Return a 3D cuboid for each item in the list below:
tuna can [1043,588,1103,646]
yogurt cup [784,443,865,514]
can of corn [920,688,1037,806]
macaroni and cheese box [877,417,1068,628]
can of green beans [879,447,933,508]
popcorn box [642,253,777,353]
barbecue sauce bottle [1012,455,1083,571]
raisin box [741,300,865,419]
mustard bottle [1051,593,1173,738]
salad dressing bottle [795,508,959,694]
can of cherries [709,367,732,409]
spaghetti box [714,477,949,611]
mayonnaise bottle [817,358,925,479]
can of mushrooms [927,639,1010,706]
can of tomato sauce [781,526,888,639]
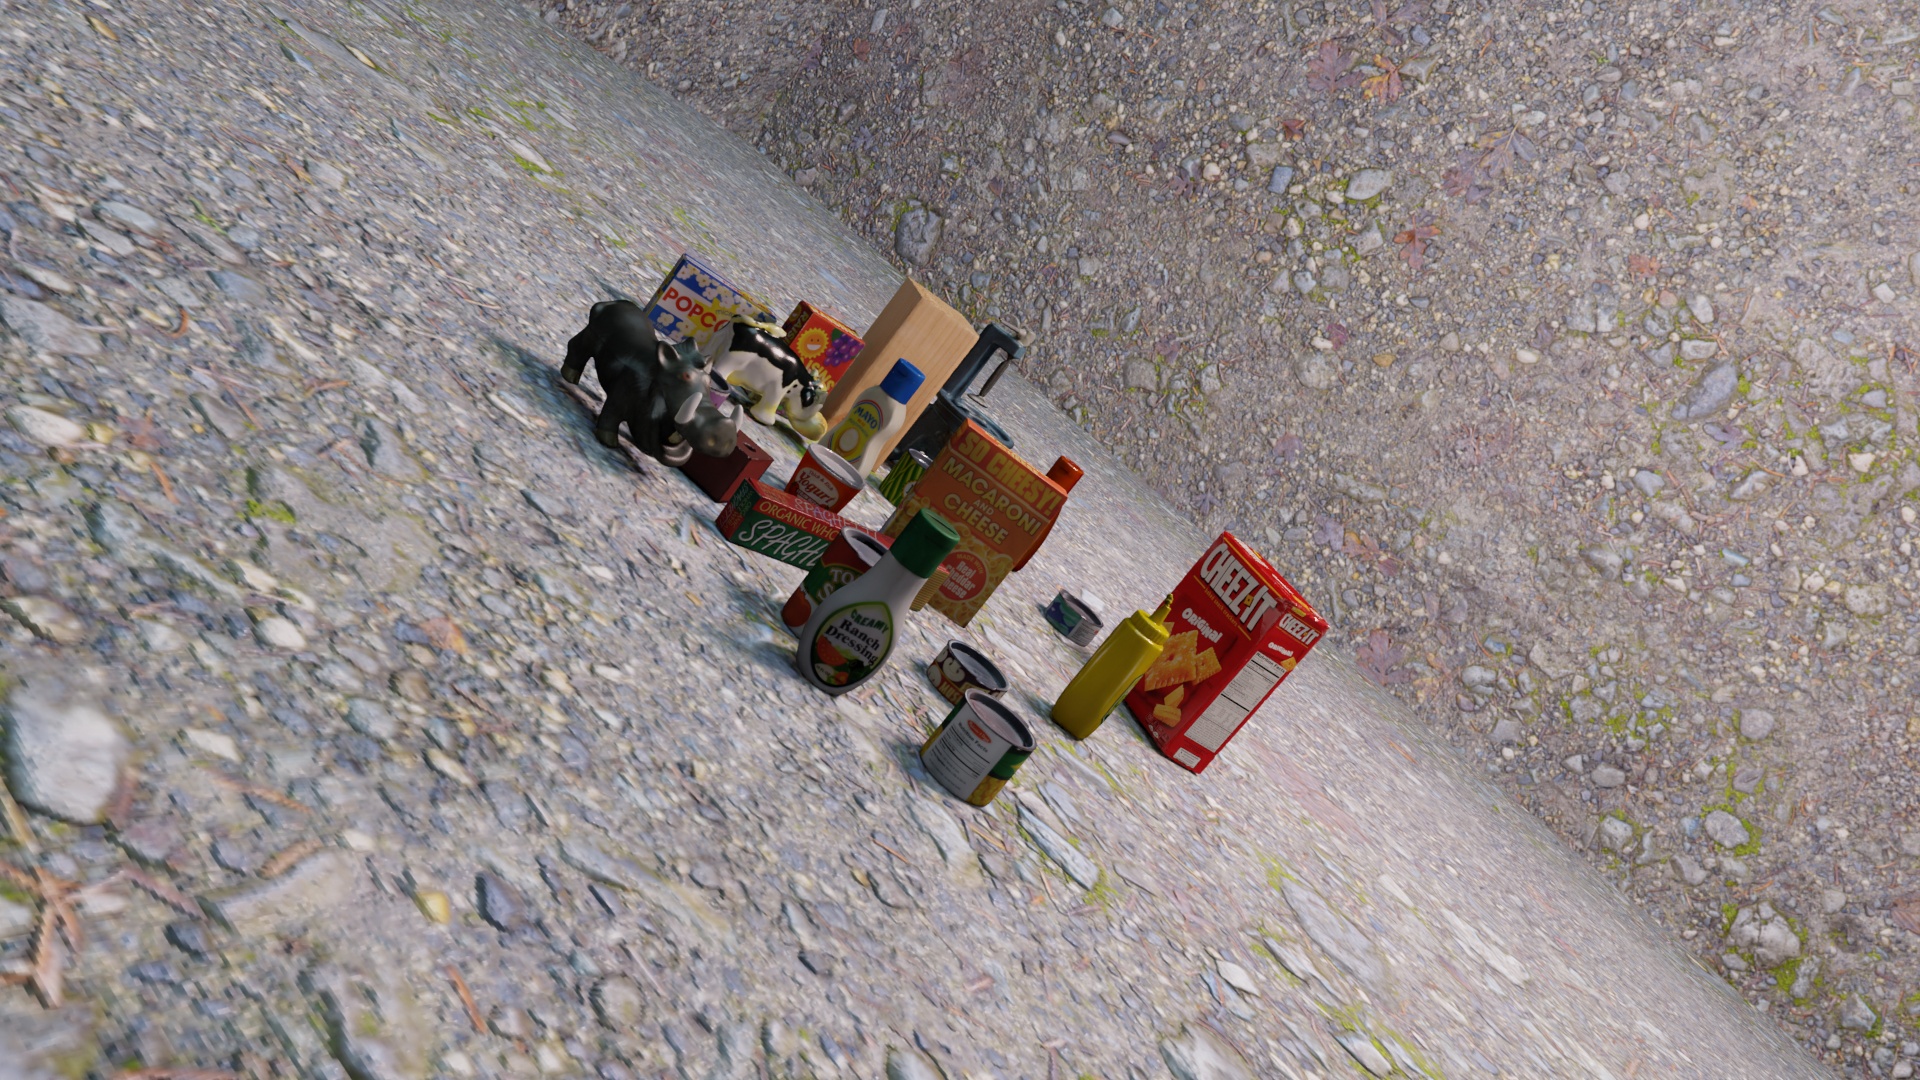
[{"bbox_3d":[0.131,0.090,1.628,0.071,0.032,0.071,36,13,-9],"label":"tuna can"},{"bbox_3d":[-0.134,-0.054,1.351,0.072,0.054,0.072,36,13,-9],"label":"yogurt cup"},{"bbox_3d":[0.014,0.153,1.024,0.071,0.058,0.071,36,12,-9],"label":"can of corn"},{"bbox_3d":[0.005,-0.017,1.348,0.123,0.166,0.040,36,12,-12],"label":"macaroni and cheese box"},{"bbox_3d":[-0.052,-0.065,1.609,0.071,0.057,0.071,36,12,-9],"label":"can of green beans"},{"bbox_3d":[-0.283,-0.254,1.572,0.126,0.085,0.038,32,14,-28],"label":"popcorn box"},{"bbox_3d":[0.092,-0.036,1.698,0.065,0.148,0.044,43,13,20],"label":"barbecue sauce bottle"},{"bbox_3d":[-0.180,-0.201,1.585,0.086,0.123,0.040,27,16,-41],"label":"raisin box"},{"bbox_3d":[0.150,0.114,1.304,0.049,0.160,0.065,40,12,9],"label":"mustard bottle"},{"bbox_3d":[-0.059,0.043,1.002,0.064,0.147,0.044,35,12,-15],"label":"salad dressing bottle"},{"bbox_3d":[-0.255,-0.136,1.293,0.071,0.058,0.072,36,12,-9],"label":"can of cherries"},{"bbox_3d":[-0.107,0.008,1.220,0.250,0.050,0.029,24,19,-47],"label":"spaghetti box"},{"bbox_3d":[-0.096,-0.130,1.509,0.065,0.148,0.041,42,13,18],"label":"mayonnaise bottle"},{"bbox_3d":[0.007,0.118,1.182,0.071,0.033,0.071,36,13,-9],"label":"can of mushrooms"},{"bbox_3d":[-0.089,0.042,1.072,0.071,0.083,0.071,36,12,-9],"label":"can of tomato sauce"}]
